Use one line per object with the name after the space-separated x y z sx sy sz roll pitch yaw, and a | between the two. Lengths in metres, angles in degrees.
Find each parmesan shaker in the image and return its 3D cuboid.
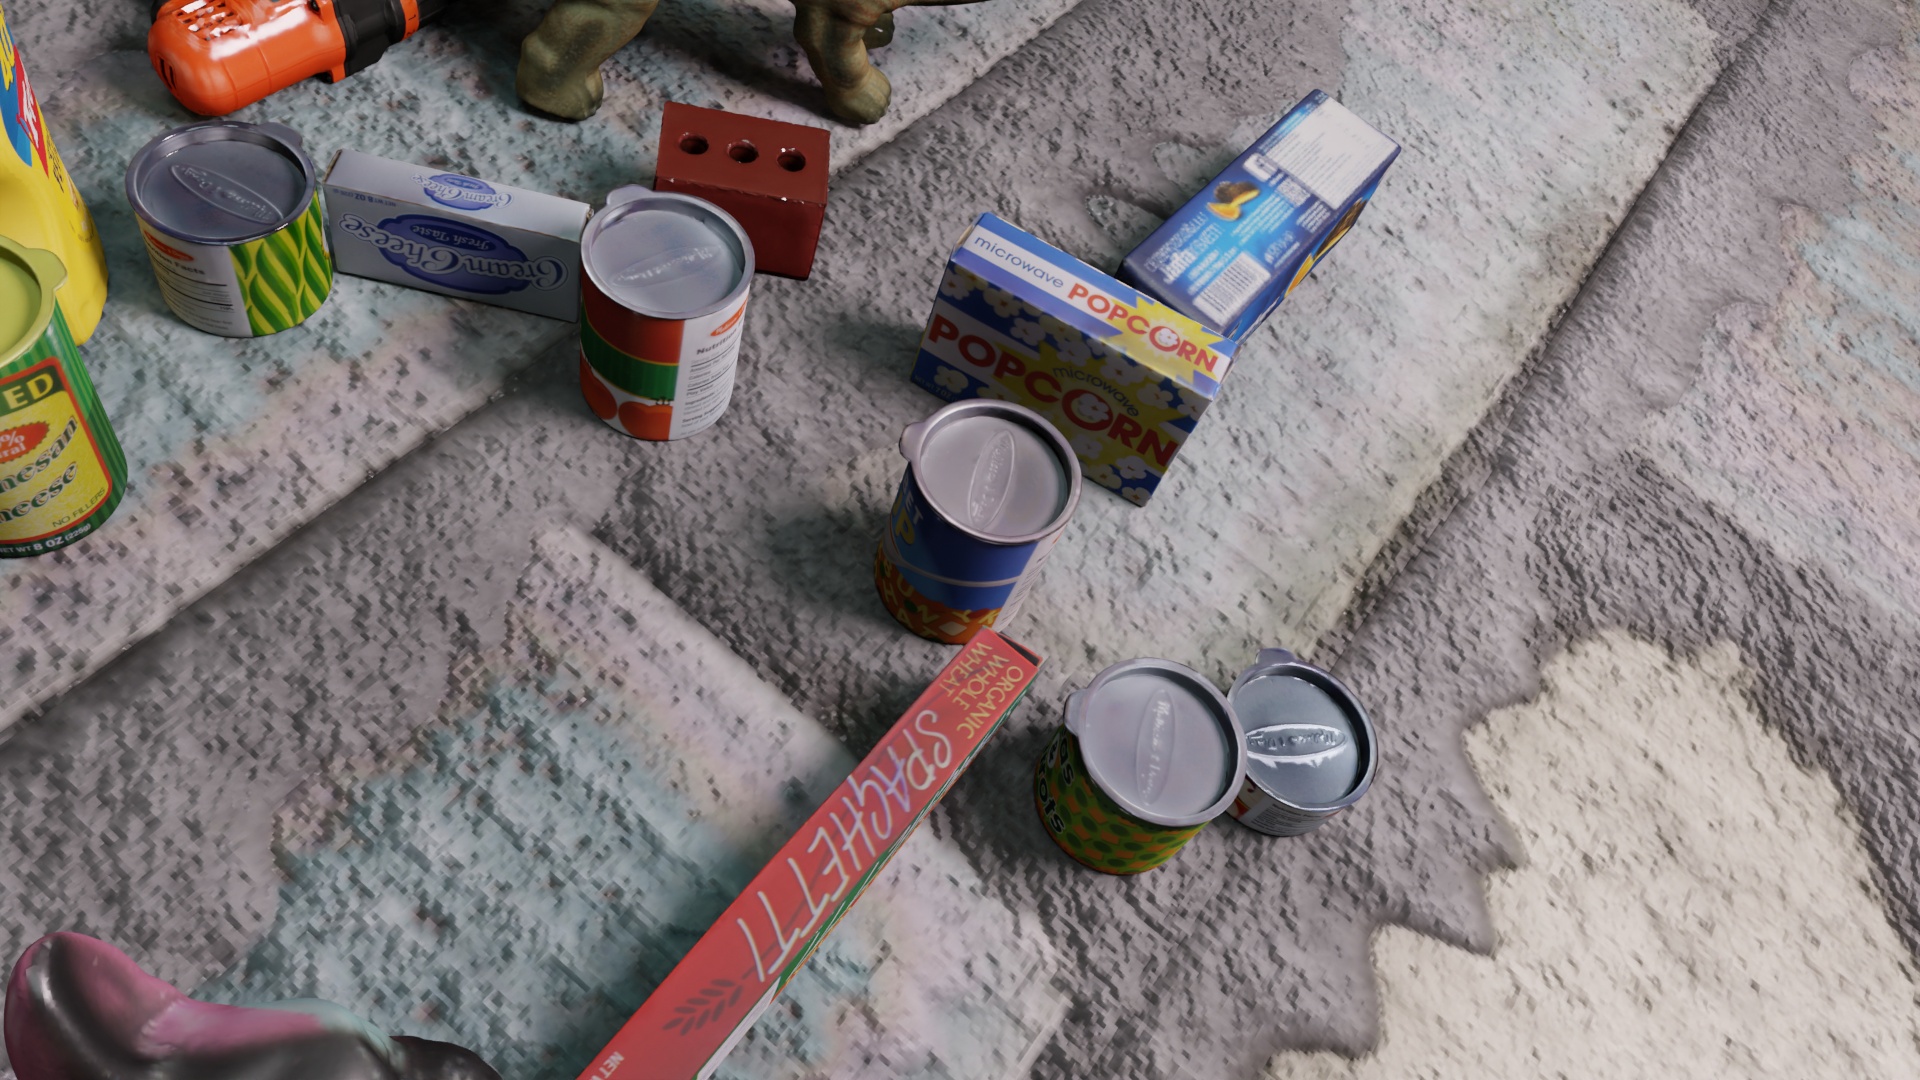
-0.328 -0.048 0.471 0.071 0.102 0.071 8 57 -12 | parmesan shaker

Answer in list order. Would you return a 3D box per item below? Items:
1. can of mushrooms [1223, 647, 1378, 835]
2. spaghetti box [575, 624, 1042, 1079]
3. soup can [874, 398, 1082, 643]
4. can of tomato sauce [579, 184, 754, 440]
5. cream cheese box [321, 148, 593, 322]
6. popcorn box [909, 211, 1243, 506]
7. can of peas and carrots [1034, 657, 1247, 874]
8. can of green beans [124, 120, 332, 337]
0.131 0.082 0.564 0.071 0.033 0.071 8 57 -12 | can of mushrooms
-0.056 0.124 0.472 0.029 0.050 0.251 38 56 9 | spaghetti box
0.002 -0.007 0.553 0.071 0.083 0.072 8 57 -12 | soup can
-0.124 -0.092 0.571 0.071 0.082 0.071 8 57 -12 | can of tomato sauce
-0.210 -0.128 0.587 0.104 0.053 0.024 11 56 -9 | cream cheese box
0.047 -0.078 0.611 0.127 0.084 0.038 29 55 3 | popcorn box
0.064 0.086 0.526 0.071 0.058 0.071 8 57 -12 | can of peas and carrots
-0.291 -0.124 0.559 0.071 0.057 0.071 8 57 -12 | can of green beans
